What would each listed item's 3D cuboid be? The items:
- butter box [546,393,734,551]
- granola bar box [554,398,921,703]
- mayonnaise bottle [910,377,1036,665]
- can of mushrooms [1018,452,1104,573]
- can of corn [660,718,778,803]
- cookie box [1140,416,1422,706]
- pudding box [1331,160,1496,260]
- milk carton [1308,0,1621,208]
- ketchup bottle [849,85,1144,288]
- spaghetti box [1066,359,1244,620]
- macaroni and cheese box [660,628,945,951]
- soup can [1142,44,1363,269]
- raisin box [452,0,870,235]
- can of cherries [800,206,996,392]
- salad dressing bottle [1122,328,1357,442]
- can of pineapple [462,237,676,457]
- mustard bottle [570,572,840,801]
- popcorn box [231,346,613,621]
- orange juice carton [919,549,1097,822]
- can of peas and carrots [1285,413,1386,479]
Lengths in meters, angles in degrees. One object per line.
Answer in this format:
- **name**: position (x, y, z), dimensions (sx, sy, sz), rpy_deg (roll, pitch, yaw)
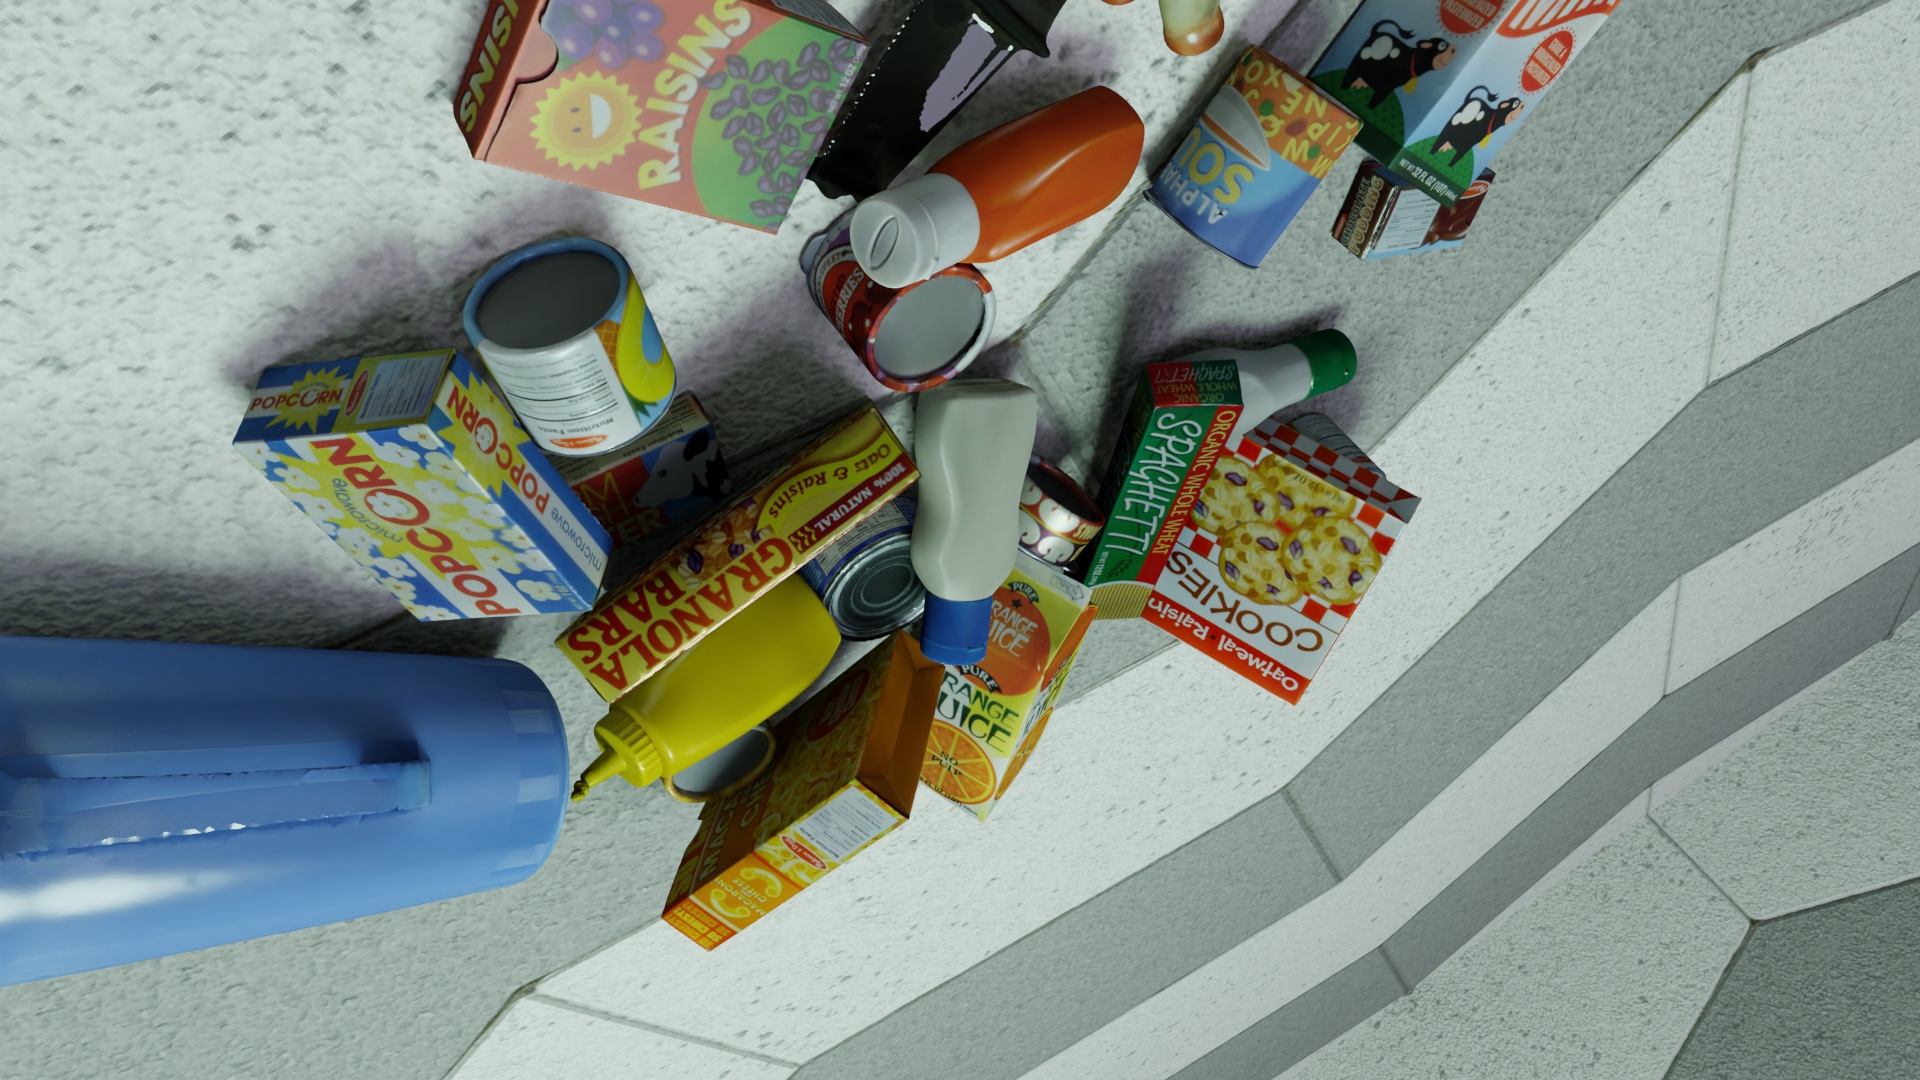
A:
- **butter box**: position (-0.158, -0.023, 0.632), dimensions (0.104, 0.024, 0.052), rpy_deg (-27, 144, -14)
- **granola bar box**: position (-0.096, 0.000, 0.636), dimensions (0.165, 0.039, 0.124), rpy_deg (-36, -172, 1)
- **mayonnaise bottle**: position (0.003, -0.009, 0.724), dimensions (0.065, 0.041, 0.147), rpy_deg (-8, 113, -37)
- **can of mushrooms**: position (0.047, -0.017, 0.774), dimensions (0.071, 0.071, 0.033), rpy_deg (16, 119, -49)
- **can of corn**: position (-0.141, 0.103, 0.763), dimensions (0.071, 0.058, 0.070), rpy_deg (-23, 143, -18)
- **cookie box**: position (0.199, 0.012, 0.891), dimensions (0.040, 0.123, 0.166), rpy_deg (-44, 159, -47)
- **pudding box**: position (0.257, -0.190, 0.788), dimensions (0.084, 0.030, 0.049), rpy_deg (-14, 138, -29)
- **milk carton**: position (0.259, -0.265, 0.664), dimensions (0.072, 0.074, 0.189), rpy_deg (11, 124, -46)
- **ketchup bottle**: position (0.017, -0.144, 0.578), dimensions (0.149, 0.043, 0.064), rpy_deg (-35, 166, -42)
- **spaghetti box**: position (0.104, -0.020, 0.798), dimensions (0.050, 0.029, 0.248), rpy_deg (-3, 151, -9)
- **macaroni and cheese box**: position (-0.086, 0.137, 0.769), dimensions (0.040, 0.124, 0.166), rpy_deg (42, 120, -17)
- **soup can**: position (0.138, -0.183, 0.663), dimensions (0.071, 0.071, 0.083), rpy_deg (8, 125, -45)
- **raisin box**: position (-0.106, -0.166, 0.498), dimensions (0.123, 0.040, 0.085), rpy_deg (5, 129, -43)
- **can of cherries**: position (-0.028, -0.108, 0.614), dimensions (0.072, 0.058, 0.071), rpy_deg (-23, 143, -19)
- **salad dressing bottle**: position (0.167, -0.090, 0.816), dimensions (0.148, 0.044, 0.064), rpy_deg (-19, 141, -25)
- **can of pineapple**: position (-0.151, -0.077, 0.542), dimensions (0.071, 0.071, 0.057), rpy_deg (-28, 144, -12)
- **mustard bottle**: position (-0.134, 0.078, 0.697), dimensions (0.161, 0.065, 0.048), rpy_deg (-38, -174, -34)
- **popcorn box**: position (-0.205, -0.017, 0.546), dimensions (0.085, 0.038, 0.126), rpy_deg (-4, 144, 17)
- **orange juice carton**: position (0.022, 0.077, 0.834), dimensions (0.073, 0.072, 0.191), rpy_deg (-46, 161, -43)
- **can of peas and carrots**: position (0.235, -0.039, 0.919), dimensions (0.071, 0.059, 0.070), rpy_deg (-22, 144, -18)
